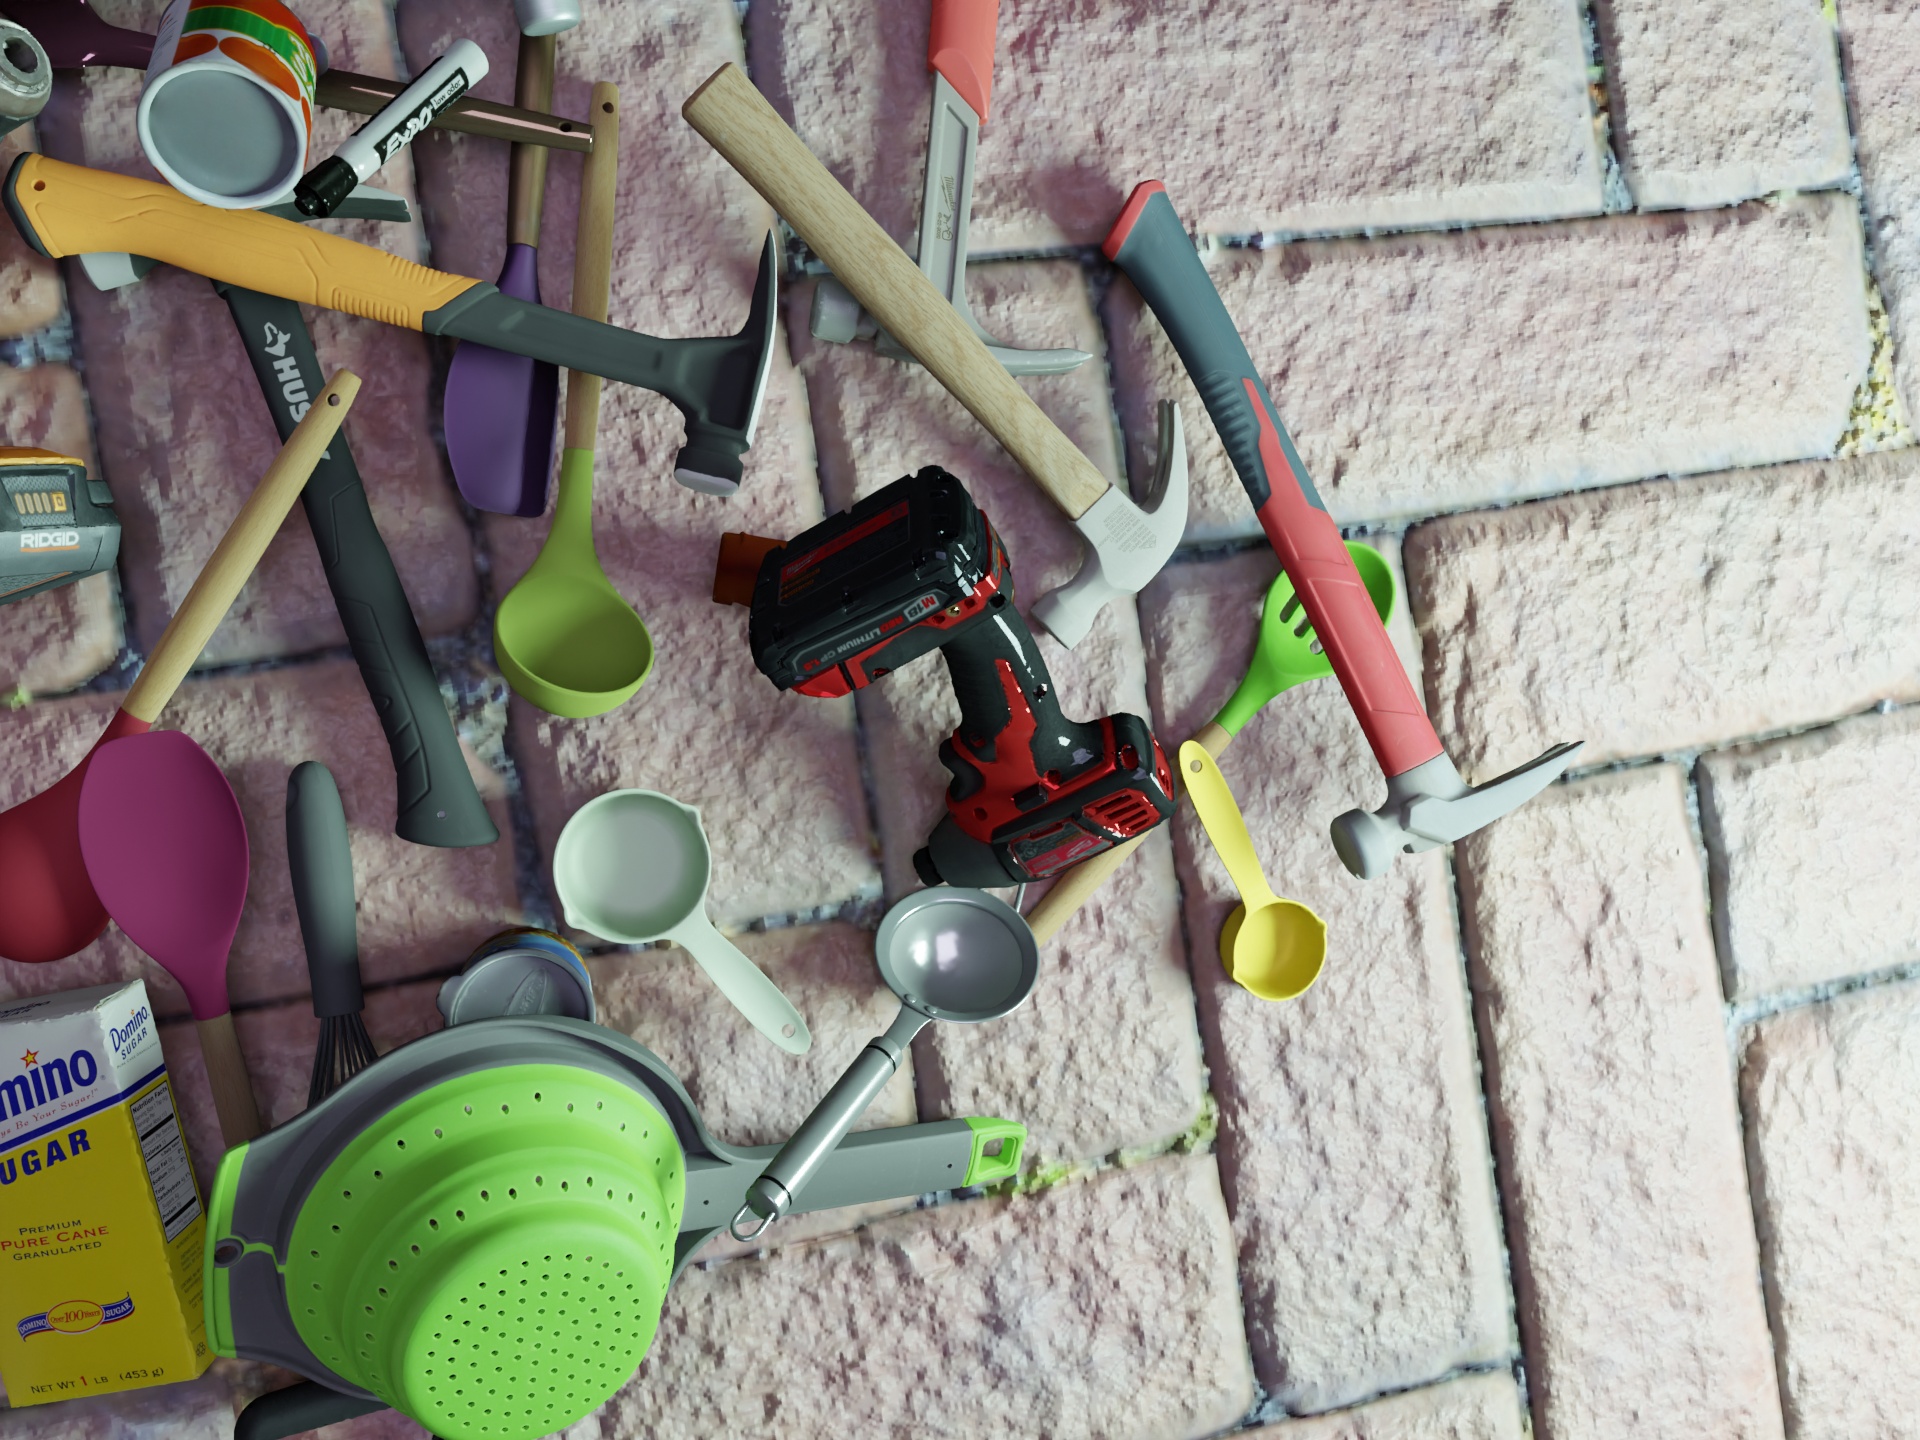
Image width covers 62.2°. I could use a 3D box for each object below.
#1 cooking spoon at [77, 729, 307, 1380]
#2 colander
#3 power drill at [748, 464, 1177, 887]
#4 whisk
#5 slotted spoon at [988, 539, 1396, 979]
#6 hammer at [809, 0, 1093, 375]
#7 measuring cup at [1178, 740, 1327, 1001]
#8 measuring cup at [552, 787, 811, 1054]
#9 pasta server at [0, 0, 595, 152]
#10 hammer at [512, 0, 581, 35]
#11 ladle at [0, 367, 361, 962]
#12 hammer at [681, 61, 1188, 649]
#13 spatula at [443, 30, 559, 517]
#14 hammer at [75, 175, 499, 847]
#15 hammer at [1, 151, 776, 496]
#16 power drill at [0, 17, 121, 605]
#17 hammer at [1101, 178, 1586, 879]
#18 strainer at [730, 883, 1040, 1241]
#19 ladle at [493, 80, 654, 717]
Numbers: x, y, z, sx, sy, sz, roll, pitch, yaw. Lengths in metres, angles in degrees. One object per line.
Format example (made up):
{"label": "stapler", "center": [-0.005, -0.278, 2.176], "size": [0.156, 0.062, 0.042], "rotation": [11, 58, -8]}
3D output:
{"label": "cooking spoon", "center": [-0.341, 0.160, 0.737], "size": [0.068, 0.017, 0.319], "rotation": [-12, 100, -13]}
{"label": "colander", "center": [-0.124, 0.239, 0.726], "size": [0.397, 0.095, 0.204], "rotation": [1, 110, -30]}
{"label": "power drill", "center": [-0.001, -0.002, 0.774], "size": [0.143, 0.079, 0.219], "rotation": [-26, 126, 18]}
{"label": "whisk", "center": [-0.295, 0.137, 0.755], "size": [0.055, 0.055, 0.239], "rotation": [-8, 88, -14]}
{"label": "slotted spoon", "center": [0.124, 0.022, 0.872], "size": [0.070, 0.031, 0.314], "rotation": [45, 82, -10]}
{"label": "hammer", "center": [0.011, -0.365, 0.838], "size": [0.149, 0.037, 0.359], "rotation": [6, 89, -14]}
{"label": "measuring cup", "center": [0.150, 0.081, 0.873], "size": [0.062, 0.029, 0.156], "rotation": [-27, 99, -13]}
{"label": "measuring cup", "center": [-0.135, 0.104, 0.801], "size": [0.083, 0.038, 0.167], "rotation": [-43, 102, -11]}
{"label": "pasta server", "center": [-0.331, -0.305, 0.738], "size": [0.316, 0.040, 0.060], "rotation": [8, 80, -10]}
{"label": "hammer", "center": [-0.347, -0.349, 0.701], "size": [0.331, 0.033, 0.128], "rotation": [-15, 104, -13]}
{"label": "ladle", "center": [-0.360, -0.024, 0.725], "size": [0.069, 0.031, 0.315], "rotation": [32, 89, -16]}
{"label": "hammer", "center": [-0.008, -0.193, 0.802], "size": [0.130, 0.031, 0.331], "rotation": [-45, 108, 2]}
{"label": "spatula", "center": [-0.217, -0.259, 0.785], "size": [0.059, 0.018, 0.316], "rotation": [7, 87, -42]}
{"label": "hammer", "center": [-0.290, -0.096, 0.762], "size": [0.146, 0.035, 0.335], "rotation": [-20, 95, -13]}
{"label": "hammer", "center": [-0.253, -0.204, 0.731], "size": [0.336, 0.034, 0.127], "rotation": [13, 83, -12]}
{"label": "power drill", "center": [-0.427, -0.166, 0.665], "size": [0.185, 0.084, 0.226], "rotation": [-11, 94, 27]}
{"label": "hammer", "center": [0.192, -0.118, 0.856], "size": [0.143, 0.038, 0.386], "rotation": [-25, 89, -8]}
{"label": "strainer", "center": [-0.036, 0.159, 0.775], "size": [0.087, 0.050, 0.258], "rotation": [27, 41, 16]}
{"label": "ladle", "center": [-0.181, -0.160, 0.780], "size": [0.078, 0.062, 0.320], "rotation": [6, 86, -30]}
